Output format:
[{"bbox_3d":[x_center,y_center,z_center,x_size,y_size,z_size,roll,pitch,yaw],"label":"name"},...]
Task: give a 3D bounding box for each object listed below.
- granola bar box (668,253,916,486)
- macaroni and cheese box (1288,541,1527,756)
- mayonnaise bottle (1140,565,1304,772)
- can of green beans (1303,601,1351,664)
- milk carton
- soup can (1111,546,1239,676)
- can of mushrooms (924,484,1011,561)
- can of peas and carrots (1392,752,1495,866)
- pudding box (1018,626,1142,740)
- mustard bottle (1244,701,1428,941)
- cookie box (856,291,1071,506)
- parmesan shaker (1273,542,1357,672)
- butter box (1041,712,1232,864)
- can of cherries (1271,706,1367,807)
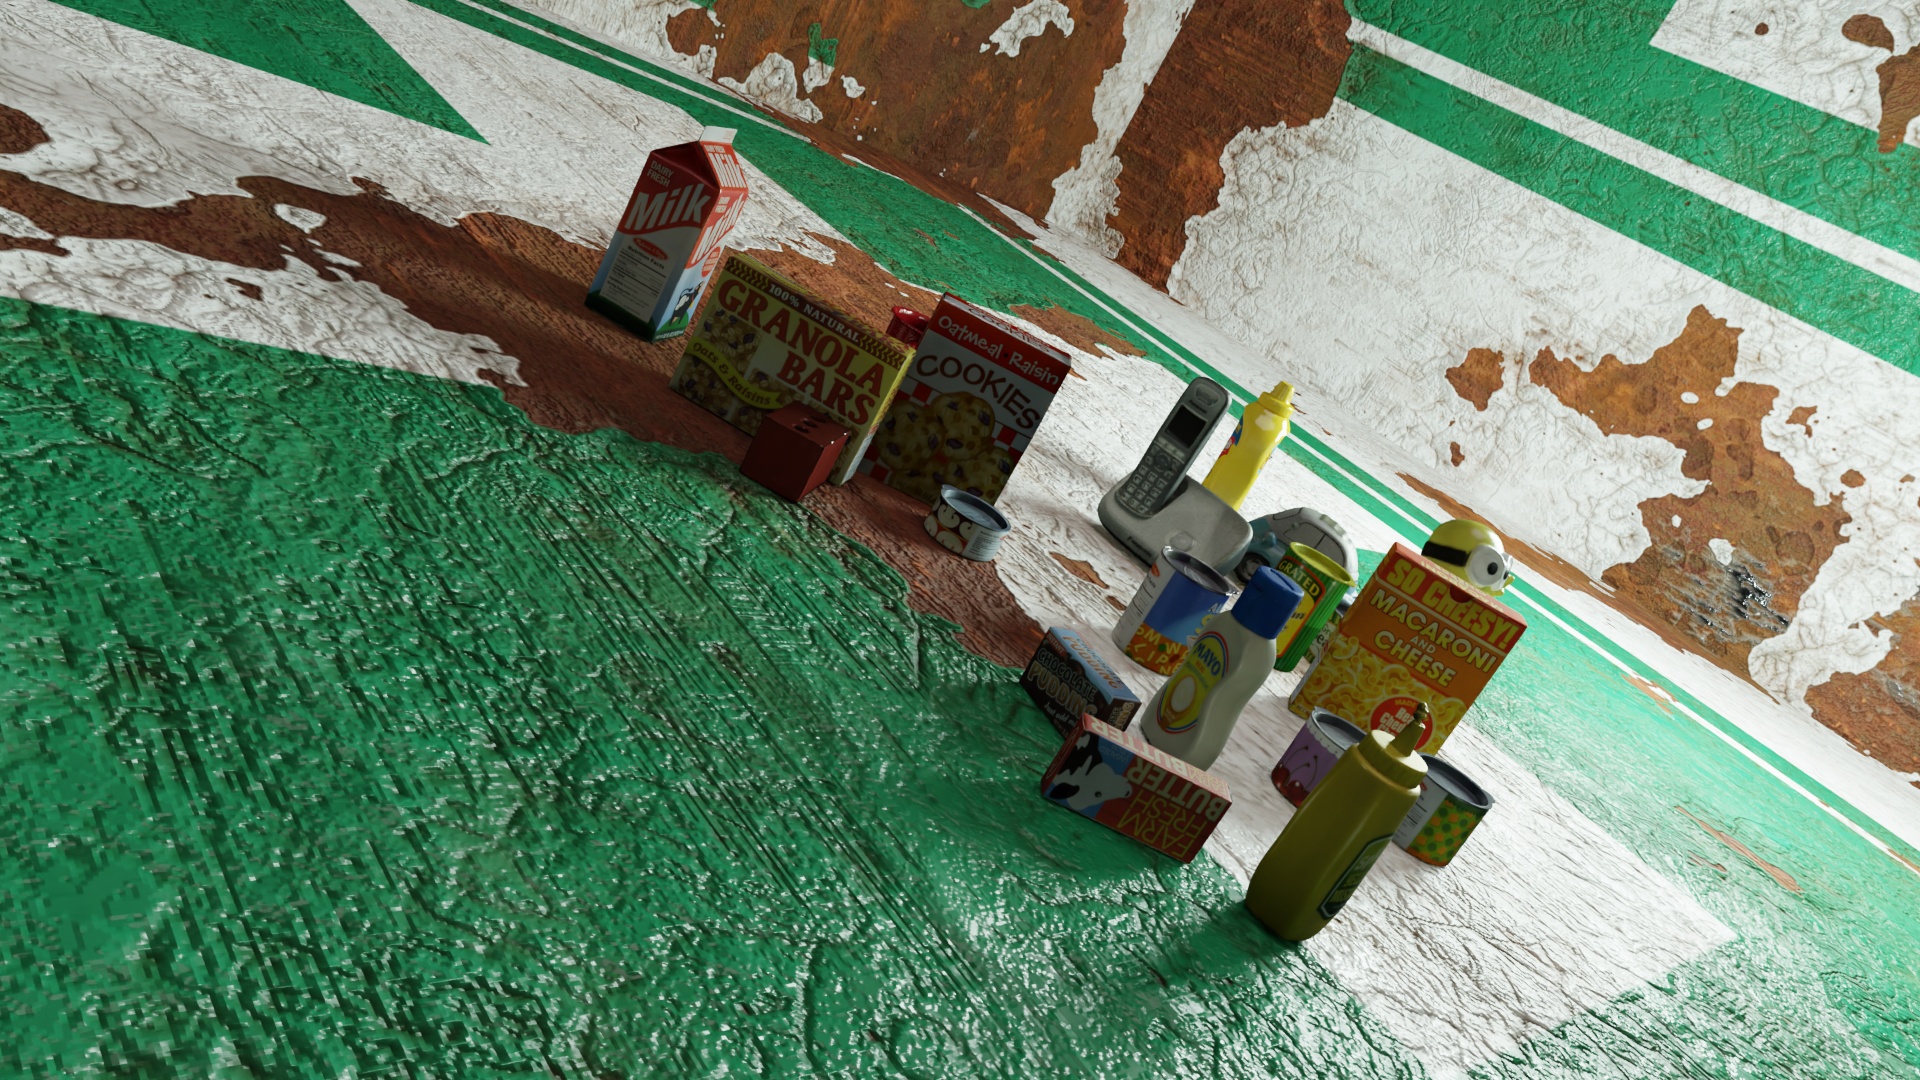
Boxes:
[{"bbox_3d":[-0.136,-0.139,1.129,0.165,0.123,0.039,31,18,5],"label":"granola bar box"},{"bbox_3d":[0.374,0.104,1.170,0.124,0.166,0.040,31,18,6],"label":"macaroni and cheese box"},{"bbox_3d":[0.182,0.087,0.960,0.041,0.147,0.065,18,21,-31],"label":"mayonnaise bottle"},{"bbox_3d":[0.374,0.100,1.350,0.071,0.057,0.071,26,18,-9],"label":"can of green beans"},{"bbox_3d":[-0.249,-0.276,1.219,0.073,0.190,0.072,30,18,4],"label":"milk carton"},{"bbox_3d":[0.173,0.059,1.123,0.071,0.083,0.071,26,18,-9],"label":"soup can"},{"bbox_3d":[0.004,-0.014,1.149,0.071,0.033,0.071,26,18,-9],"label":"can of mushrooms"},{"bbox_3d":[0.359,0.204,1.052,0.071,0.058,0.071,26,18,-9],"label":"can of peas and carrots"},{"bbox_3d":[0.079,0.101,0.929,0.030,0.049,0.084,15,23,-38],"label":"pudding box"},{"bbox_3d":[0.229,0.162,0.813,0.049,0.159,0.065,41,21,33],"label":"mustard bottle"},{"bbox_3d":[0.002,-0.110,1.188,0.123,0.167,0.040,26,18,-8],"label":"cookie box"},{"bbox_3d":[0.307,0.064,1.278,0.071,0.102,0.071,26,18,-9],"label":"parmesan shaker"},{"bbox_3d":[0.106,0.149,0.834,0.103,0.053,0.024,26,18,-8],"label":"butter box"},{"bbox_3d":[0.271,0.166,1.024,0.071,0.058,0.072,26,18,-9],"label":"can of cherries"}]
